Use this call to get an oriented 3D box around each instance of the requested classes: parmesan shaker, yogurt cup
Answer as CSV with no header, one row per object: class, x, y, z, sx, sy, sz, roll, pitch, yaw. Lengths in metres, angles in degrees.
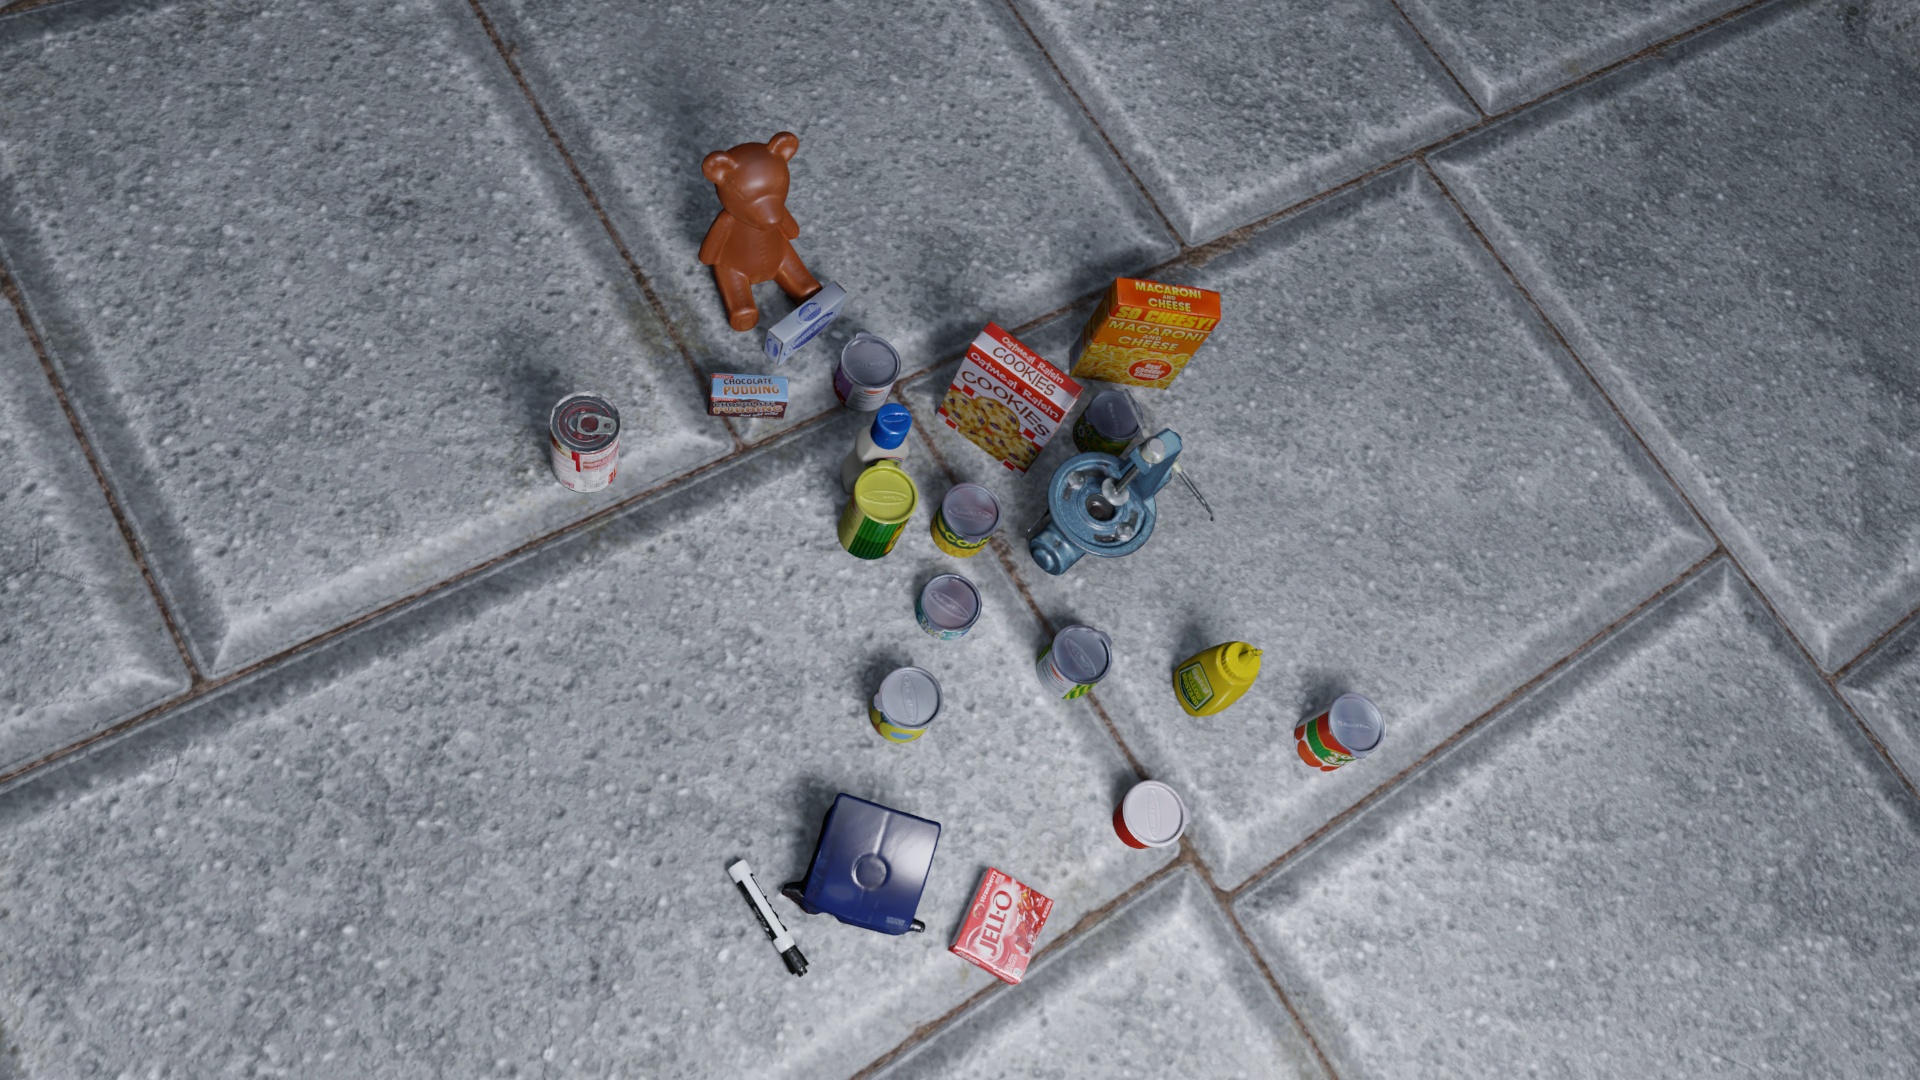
parmesan shaker,-0.087,-0.030,1.453,0.071,0.102,0.071,6,66,-13
yogurt cup,0.190,0.284,1.419,0.072,0.053,0.072,6,66,-13

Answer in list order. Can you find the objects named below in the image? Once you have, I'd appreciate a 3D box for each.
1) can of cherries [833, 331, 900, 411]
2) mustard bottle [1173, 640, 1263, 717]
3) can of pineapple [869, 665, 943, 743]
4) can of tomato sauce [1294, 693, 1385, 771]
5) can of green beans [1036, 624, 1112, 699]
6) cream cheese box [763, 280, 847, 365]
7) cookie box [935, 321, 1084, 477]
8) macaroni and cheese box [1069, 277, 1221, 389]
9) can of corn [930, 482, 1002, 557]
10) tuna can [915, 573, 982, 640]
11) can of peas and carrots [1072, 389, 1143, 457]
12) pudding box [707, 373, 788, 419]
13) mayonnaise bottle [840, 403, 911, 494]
can of cherries,-0.105,-0.187,1.542,0.071,0.058,0.072,6,66,-13
mustard bottle,0.273,0.137,1.447,0.049,0.159,0.065,-16,73,-21
can of pineapple,-0.057,0.166,1.401,0.071,0.057,0.071,6,66,-13
can of tomato sauce,0.407,0.210,1.495,0.071,0.082,0.071,6,66,-13
can of green beans,0.120,0.129,1.465,0.071,0.057,0.071,6,66,-13
cream cheese box,-0.173,-0.242,1.550,0.024,0.053,0.104,44,63,6
cookie box,0.051,-0.151,1.507,0.123,0.166,0.040,36,63,2
macaroni and cheese box,0.208,-0.235,1.588,0.124,0.165,0.040,6,66,-13
can of corn,0.005,-0.019,1.498,0.071,0.058,0.071,6,66,-13
tuna can,-0.014,0.073,1.467,0.071,0.032,0.071,6,66,-13
can of peas and carrots,0.166,-0.130,1.591,0.071,0.058,0.071,6,66,-13
pudding box,-0.229,-0.156,1.499,0.084,0.049,0.030,2,67,-15
mayonnaise bottle,-0.084,-0.094,1.457,0.065,0.147,0.041,-6,69,-18
